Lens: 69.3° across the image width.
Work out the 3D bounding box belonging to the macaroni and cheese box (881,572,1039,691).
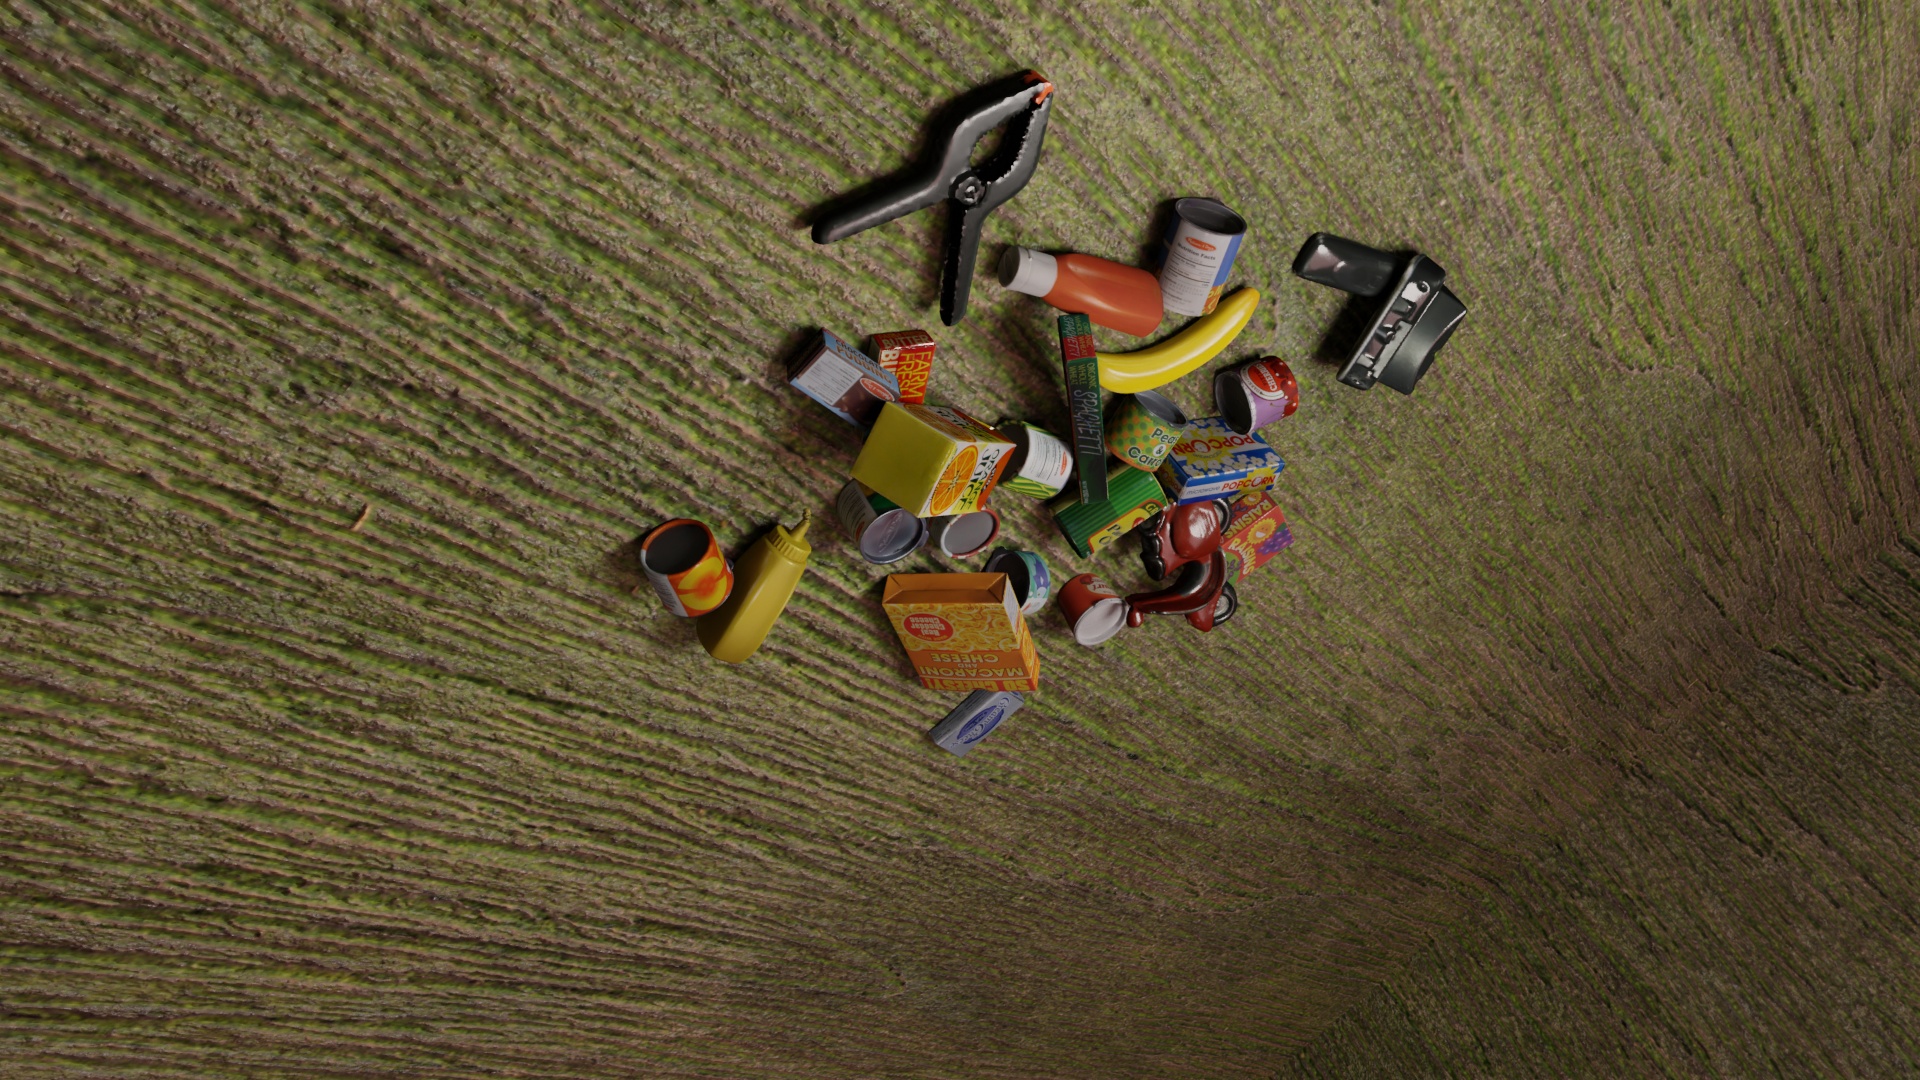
[{"bbox_3d":[0.003,0.096,1.407,0.124,0.040,0.165,-1,143,17],"label":"macaroni and cheese box"}]

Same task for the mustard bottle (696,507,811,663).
[{"bbox_3d":[-0.177,0.036,1.253,0.049,0.065,0.160,25,109,-42],"label":"mustard bottle"}]

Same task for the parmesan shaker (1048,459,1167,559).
[{"bbox_3d":[0.149,-0.034,1.408,0.103,0.071,0.071,-33,141,-1],"label":"parmesan shaker"}]

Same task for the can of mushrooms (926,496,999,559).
[{"bbox_3d":[0.005,-0.017,1.349,0.071,0.033,0.070,-19,137,-18],"label":"can of mushrooms"}]

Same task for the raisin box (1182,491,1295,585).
[{"bbox_3d":[0.312,0.005,1.580,0.123,0.040,0.086,-36,140,4],"label":"raisin box"}]

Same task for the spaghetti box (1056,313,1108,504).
[{"bbox_3d":[0.114,-0.115,1.273,0.029,0.050,0.249,-9,151,4],"label":"spaghetti box"}]

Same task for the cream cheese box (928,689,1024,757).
[{"bbox_3d":[0.019,0.202,1.583,0.103,0.024,0.053,-42,140,8],"label":"cream cheese box"}]

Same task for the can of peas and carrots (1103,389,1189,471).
[{"bbox_3d":[0.180,-0.107,1.351,0.071,0.071,0.058,8,125,-40],"label":"can of peas and carrots"}]

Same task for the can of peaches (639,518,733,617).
[{"bbox_3d":[-0.234,0.022,1.196,0.071,0.071,0.057,-27,139,-9],"label":"can of peaches"}]

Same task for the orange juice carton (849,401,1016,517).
[{"bbox_3d":[-0.014,-0.071,1.211,0.071,0.073,0.193,-62,163,13],"label":"orange juice carton"}]

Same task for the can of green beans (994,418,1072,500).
[{"bbox_3d":[0.062,-0.076,1.303,0.058,0.071,0.071,16,119,-42],"label":"can of green beans"}]

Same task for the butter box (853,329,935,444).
[{"bbox_3d":[-0.057,-0.131,1.198,0.053,0.024,0.103,-9,134,-27],"label":"butter box"}]

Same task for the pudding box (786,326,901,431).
[{"bbox_3d":[-0.096,-0.132,1.144,0.083,0.030,0.049,32,118,-31],"label":"pudding box"}]

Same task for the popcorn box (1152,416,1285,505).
[{"bbox_3d":[0.253,-0.083,1.414,0.127,0.085,0.038,-9,135,-28],"label":"popcorn box"}]

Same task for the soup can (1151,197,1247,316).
[{"bbox_3d":[0.209,-0.252,1.233,0.071,0.071,0.083,-8,135,-28],"label":"soup can"}]

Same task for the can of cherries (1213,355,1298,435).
[{"bbox_3d":[0.298,-0.148,1.394,0.058,0.072,0.071,-22,139,-15],"label":"can of cherries"}]

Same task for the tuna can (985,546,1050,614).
[{"bbox_3d":[0.058,0.040,1.419,0.033,0.071,0.070,3,128,-43],"label":"tuna can"}]

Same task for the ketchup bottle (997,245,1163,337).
[{"bbox_3d":[0.104,-0.219,1.196,0.149,0.065,0.043,9,144,-30],"label":"ketchup bottle"}]

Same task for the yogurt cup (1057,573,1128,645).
[{"bbox_3d":[0.142,0.073,1.517,0.072,0.054,0.072,-19,138,-18],"label":"yogurt cup"}]

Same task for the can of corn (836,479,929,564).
[{"bbox_3d":[-0.071,-0.021,1.272,0.071,0.058,0.070,-19,138,-18],"label":"can of corn"}]
